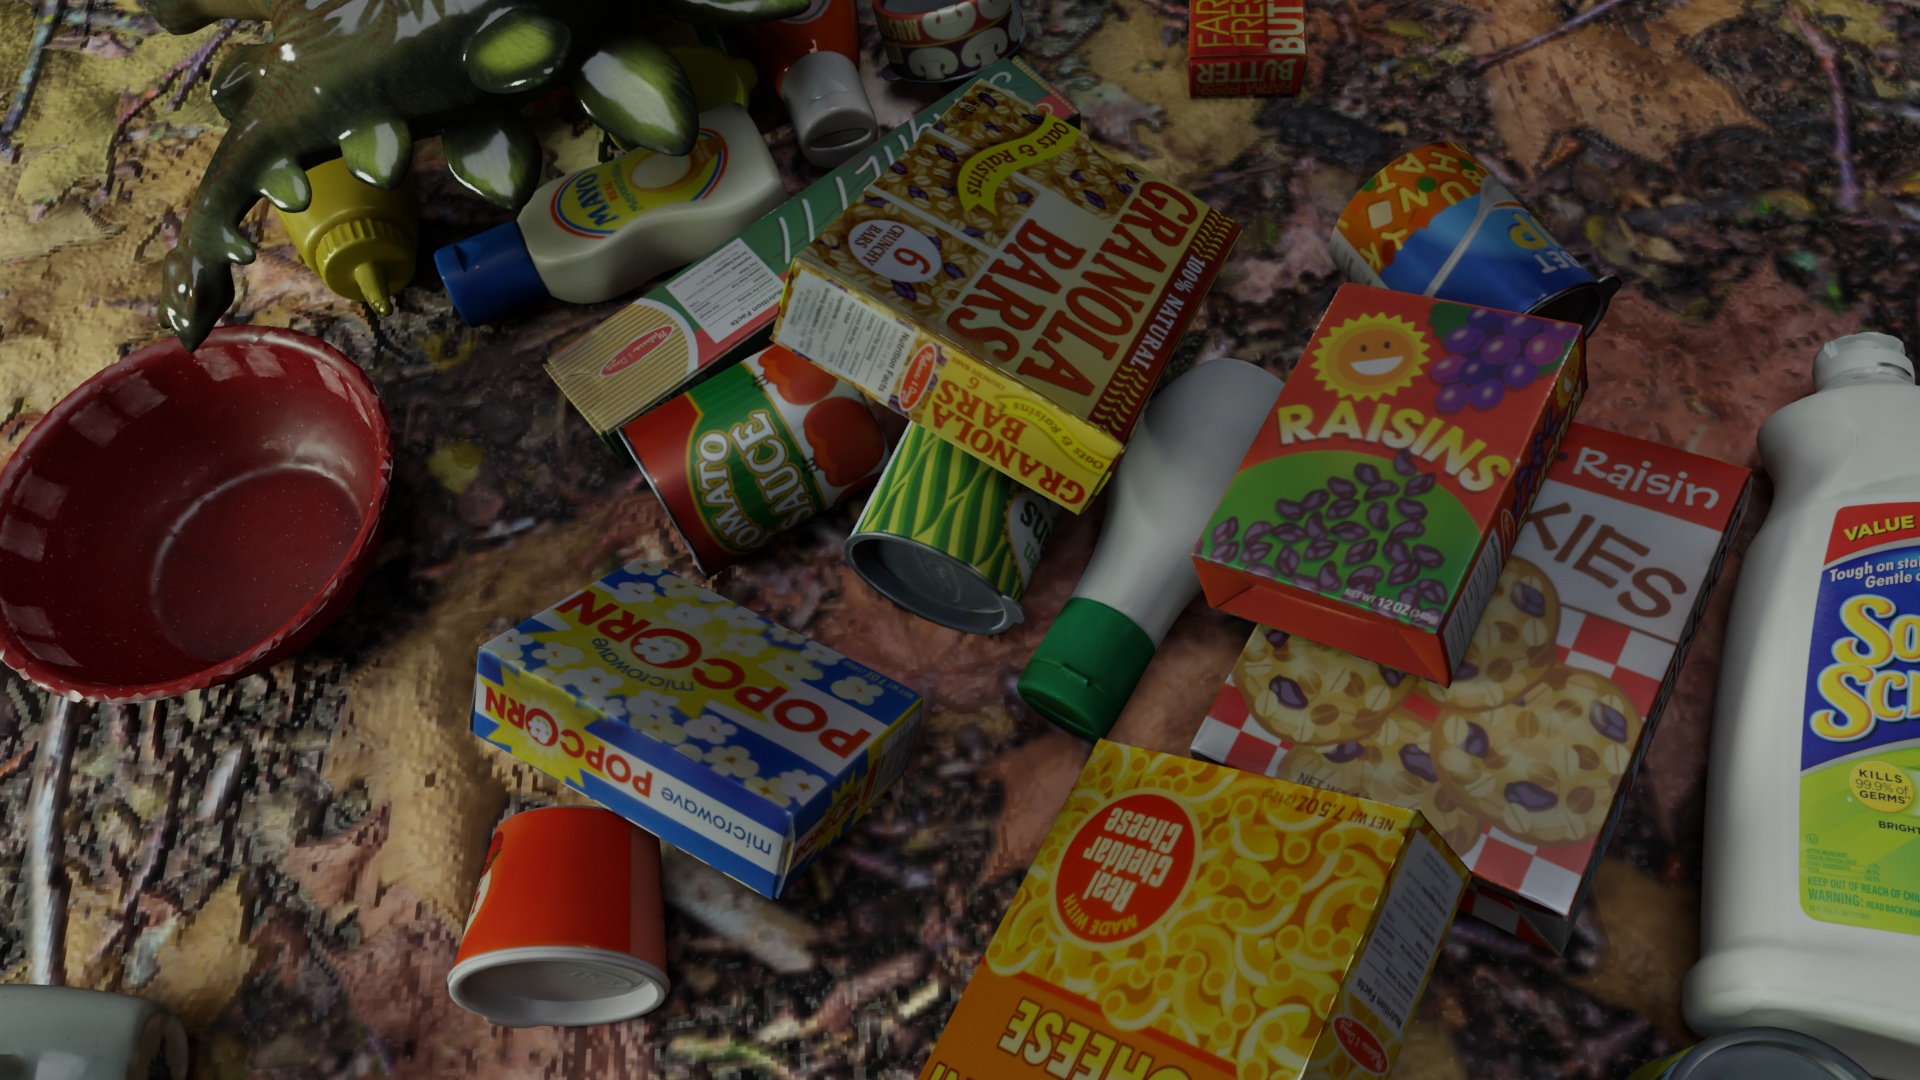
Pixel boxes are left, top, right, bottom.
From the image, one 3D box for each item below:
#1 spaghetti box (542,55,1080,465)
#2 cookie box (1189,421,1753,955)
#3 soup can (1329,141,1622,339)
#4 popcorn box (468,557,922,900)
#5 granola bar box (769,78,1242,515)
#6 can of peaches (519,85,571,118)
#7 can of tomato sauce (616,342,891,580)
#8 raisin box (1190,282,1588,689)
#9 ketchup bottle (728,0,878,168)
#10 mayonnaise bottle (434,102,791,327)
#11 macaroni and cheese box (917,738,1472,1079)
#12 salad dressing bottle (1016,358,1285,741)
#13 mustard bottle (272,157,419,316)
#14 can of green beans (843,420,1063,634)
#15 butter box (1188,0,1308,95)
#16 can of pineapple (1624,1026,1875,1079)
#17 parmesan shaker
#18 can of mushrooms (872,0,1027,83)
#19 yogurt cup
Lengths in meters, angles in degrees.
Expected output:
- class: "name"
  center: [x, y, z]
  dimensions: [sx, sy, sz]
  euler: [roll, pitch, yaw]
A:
- class: "spaghetti box"
  center: [-0.057, -0.124, 0.594]
  dimensions: [0.251, 0.028, 0.050]
  euler: [-37, 64, -13]
- class: "cookie box"
  center: [0.171, 0.031, 0.465]
  dimensions: [0.123, 0.040, 0.168]
  euler: [21, 67, 30]
- class: "soup can"
  center: [0.194, -0.103, 0.531]
  dimensions: [0.071, 0.071, 0.084]
  euler: [-27, 62, -7]
- class: "popcorn box"
  center: [-0.088, 0.059, 0.472]
  dimensions: [0.127, 0.038, 0.085]
  euler: [24, 30, 18]
- class: "granola bar box"
  center: [0.025, -0.098, 0.512]
  dimensions: [0.124, 0.038, 0.166]
  euler: [30, 44, 2]
- class: "can of peaches"
  center: [-0.216, -0.228, 0.646]
  dimensions: [0.058, 0.071, 0.071]
  euler: [-31, 63, -9]
- class: "can of tomato sauce"
  center: [-0.076, -0.033, 0.526]
  dimensions: [0.083, 0.071, 0.071]
  euler: [-31, 63, -10]
- class: "raisin box"
  center: [0.144, -0.023, 0.462]
  dimensions: [0.086, 0.040, 0.124]
  euler: [18, 66, 34]
- class: "ketchup bottle"
  center: [-0.075, -0.238, 0.649]
  dimensions: [0.065, 0.043, 0.149]
  euler: [-16, 62, -7]
- class: "mayonnaise bottle"
  center: [-0.151, -0.137, 0.605]
  dimensions: [0.148, 0.041, 0.065]
  euler: [-24, 62, -7]
- class: "macaroni and cheese box"
  center: [0.054, 0.145, 0.398]
  dimensions: [0.123, 0.040, 0.167]
  euler: [4, 55, 51]
- class: "salad dressing bottle"
  center: [0.072, 0.002, 0.505]
  dimensions: [0.064, 0.043, 0.148]
  euler: [29, 70, 13]
- class: "mustard bottle"
  center: [-0.278, -0.155, 0.625]
  dimensions: [0.065, 0.048, 0.161]
  euler: [-24, 63, -6]
- class: "can of green beans"
  center: [0.000, -0.007, 0.505]
  dimensions: [0.071, 0.071, 0.058]
  euler: [19, 66, 16]
- class: "butter box"
  center: [0.132, -0.251, 0.642]
  dimensions: [0.053, 0.024, 0.104]
  euler: [2, 63, 7]
- class: "can of pineapple"
  center: [0.218, 0.175, 0.387]
  dimensions: [0.071, 0.057, 0.071]
  euler: [-3, 62, 6]
- class: "parmesan shaker"
  center: [-0.141, -0.234, 0.642]
  dimensions: [0.071, 0.071, 0.103]
  euler: [-21, 61, -4]
- class: "can of mushrooms"
  center: [-0.007, -0.238, 0.635]
  dimensions: [0.071, 0.033, 0.071]
  euler: [-10, 43, 10]
- class: "yogurt cup"
  center: [-0.128, 0.122, 0.454]
  dimensions: [0.072, 0.072, 0.054]
  euler: [-6, 54, 4]
